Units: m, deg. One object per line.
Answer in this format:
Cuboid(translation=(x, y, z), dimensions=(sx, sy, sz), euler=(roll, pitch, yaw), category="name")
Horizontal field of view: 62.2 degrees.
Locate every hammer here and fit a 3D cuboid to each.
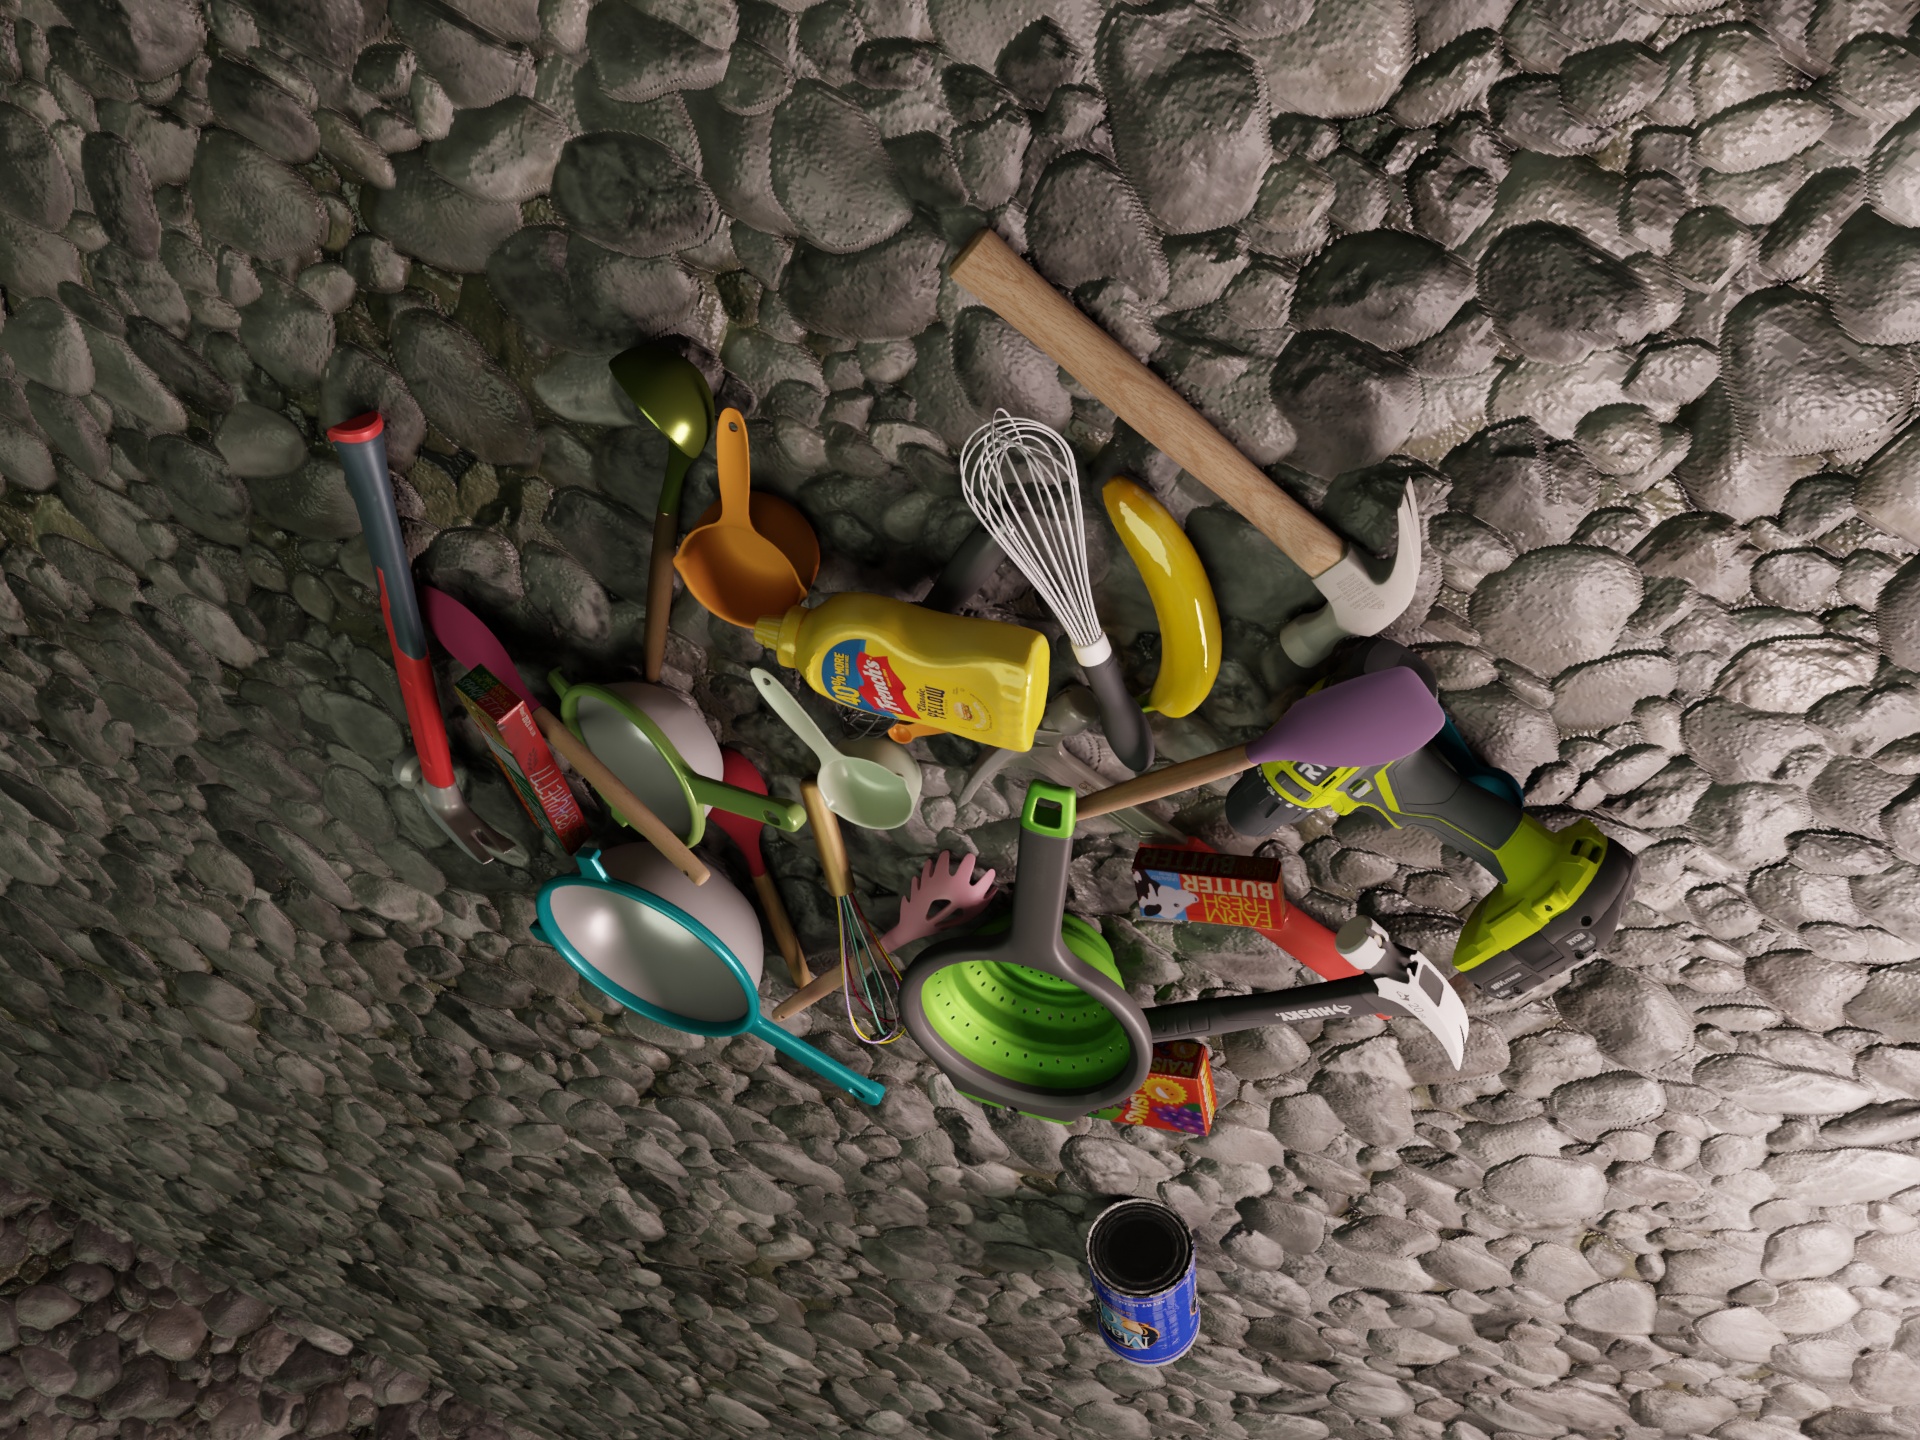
Cuboid(translation=(0.174, 0.113, 1.159), dimensions=(0.359, 0.037, 0.149), euler=(35, 136, -12), category="hammer")
Cuboid(translation=(0.131, -0.162, 0.906), dimensions=(0.331, 0.031, 0.130), euler=(38, 136, -14), category="hammer")
Cuboid(translation=(-0.415, -0.057, 1.216), dimensions=(0.143, 0.038, 0.386), euler=(37, 142, 30), category="hammer")
Cuboid(translation=(0.226, 0.223, 1.206), dimensions=(0.146, 0.035, 0.335), euler=(40, 145, -21), category="hammer")

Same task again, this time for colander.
Cuboid(translation=(0.063, 0.158, 1.207), dimensions=(0.204, 0.095, 0.396), euler=(14, 137, 10), category="colander")

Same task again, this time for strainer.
Cuboid(translation=(-0.195, 0.206, 1.364), dimensions=(0.340, 0.095, 0.211), euler=(34, 143, -8), category="strainer")
Cuboid(translation=(-0.191, 0.030, 1.178), dimensions=(0.256, 0.069, 0.151), euler=(14, 134, 40), category="strainer")

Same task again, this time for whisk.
Cuboid(translation=(0.071, -0.070, 0.991), dimensions=(0.070, 0.070, 0.284), euler=(-5, 131, 28), category="whisk")
Cuboid(translation=(-0.085, 0.153, 1.276), dimensions=(0.047, 0.051, 0.244), euler=(-8, 112, 17), category="whisk")
Cuboid(translation=(-0.024, -0.062, 1.065), dimensions=(0.055, 0.055, 0.239), euler=(32, 133, -9), category="whisk")

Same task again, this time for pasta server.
Cuboid(translation=(-0.076, 0.194, 1.346), dimensions=(0.060, 0.040, 0.316), euler=(37, 136, -14), category="pasta server")

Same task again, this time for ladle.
Cuboid(translation=(-0.165, 0.143, 1.347), dimensions=(0.069, 0.031, 0.315), euler=(6, 136, 20), category="ladle")
Cuboid(translation=(-0.211, -0.123, 1.079), dimensions=(0.078, 0.062, 0.320), euler=(53, 148, 24), category="ladle")

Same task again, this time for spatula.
Cuboid(translation=(0.168, 0.029, 1.010), dimensions=(0.316, 0.018, 0.059), euler=(-22, 111, 47), category="spatula")

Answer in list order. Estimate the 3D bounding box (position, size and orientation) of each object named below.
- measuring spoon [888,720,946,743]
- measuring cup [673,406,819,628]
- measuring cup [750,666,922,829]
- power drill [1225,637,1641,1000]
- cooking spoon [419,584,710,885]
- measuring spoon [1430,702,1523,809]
Cuboid(translation=(-0.002, -0.004, 1.141), dimensions=(0.117, 0.011, 0.021), euler=(-14, 126, 30), category="measuring spoon")
Cuboid(translation=(-0.136, -0.140, 1.032), dimensions=(0.095, 0.052, 0.173), euler=(14, 135, 10), category="measuring cup")
Cuboid(translation=(-0.093, 0.011, 1.175), dimensions=(0.083, 0.038, 0.167), euler=(-22, 119, 38), category="measuring cup")
Cuboid(translation=(0.290, 0.071, 1.016), dimensions=(0.228, 0.080, 0.190), euler=(39, 142, 3), category="power drill")
Cuboid(translation=(-0.306, 0.012, 1.210), dimensions=(0.319, 0.017, 0.068), euler=(43, 142, 8), category="cooking spoon")
Cuboid(translation=(0.317, 0.012, 1.014), dimensions=(0.042, 0.021, 0.128), euler=(-22, 112, 48), category="measuring spoon")
